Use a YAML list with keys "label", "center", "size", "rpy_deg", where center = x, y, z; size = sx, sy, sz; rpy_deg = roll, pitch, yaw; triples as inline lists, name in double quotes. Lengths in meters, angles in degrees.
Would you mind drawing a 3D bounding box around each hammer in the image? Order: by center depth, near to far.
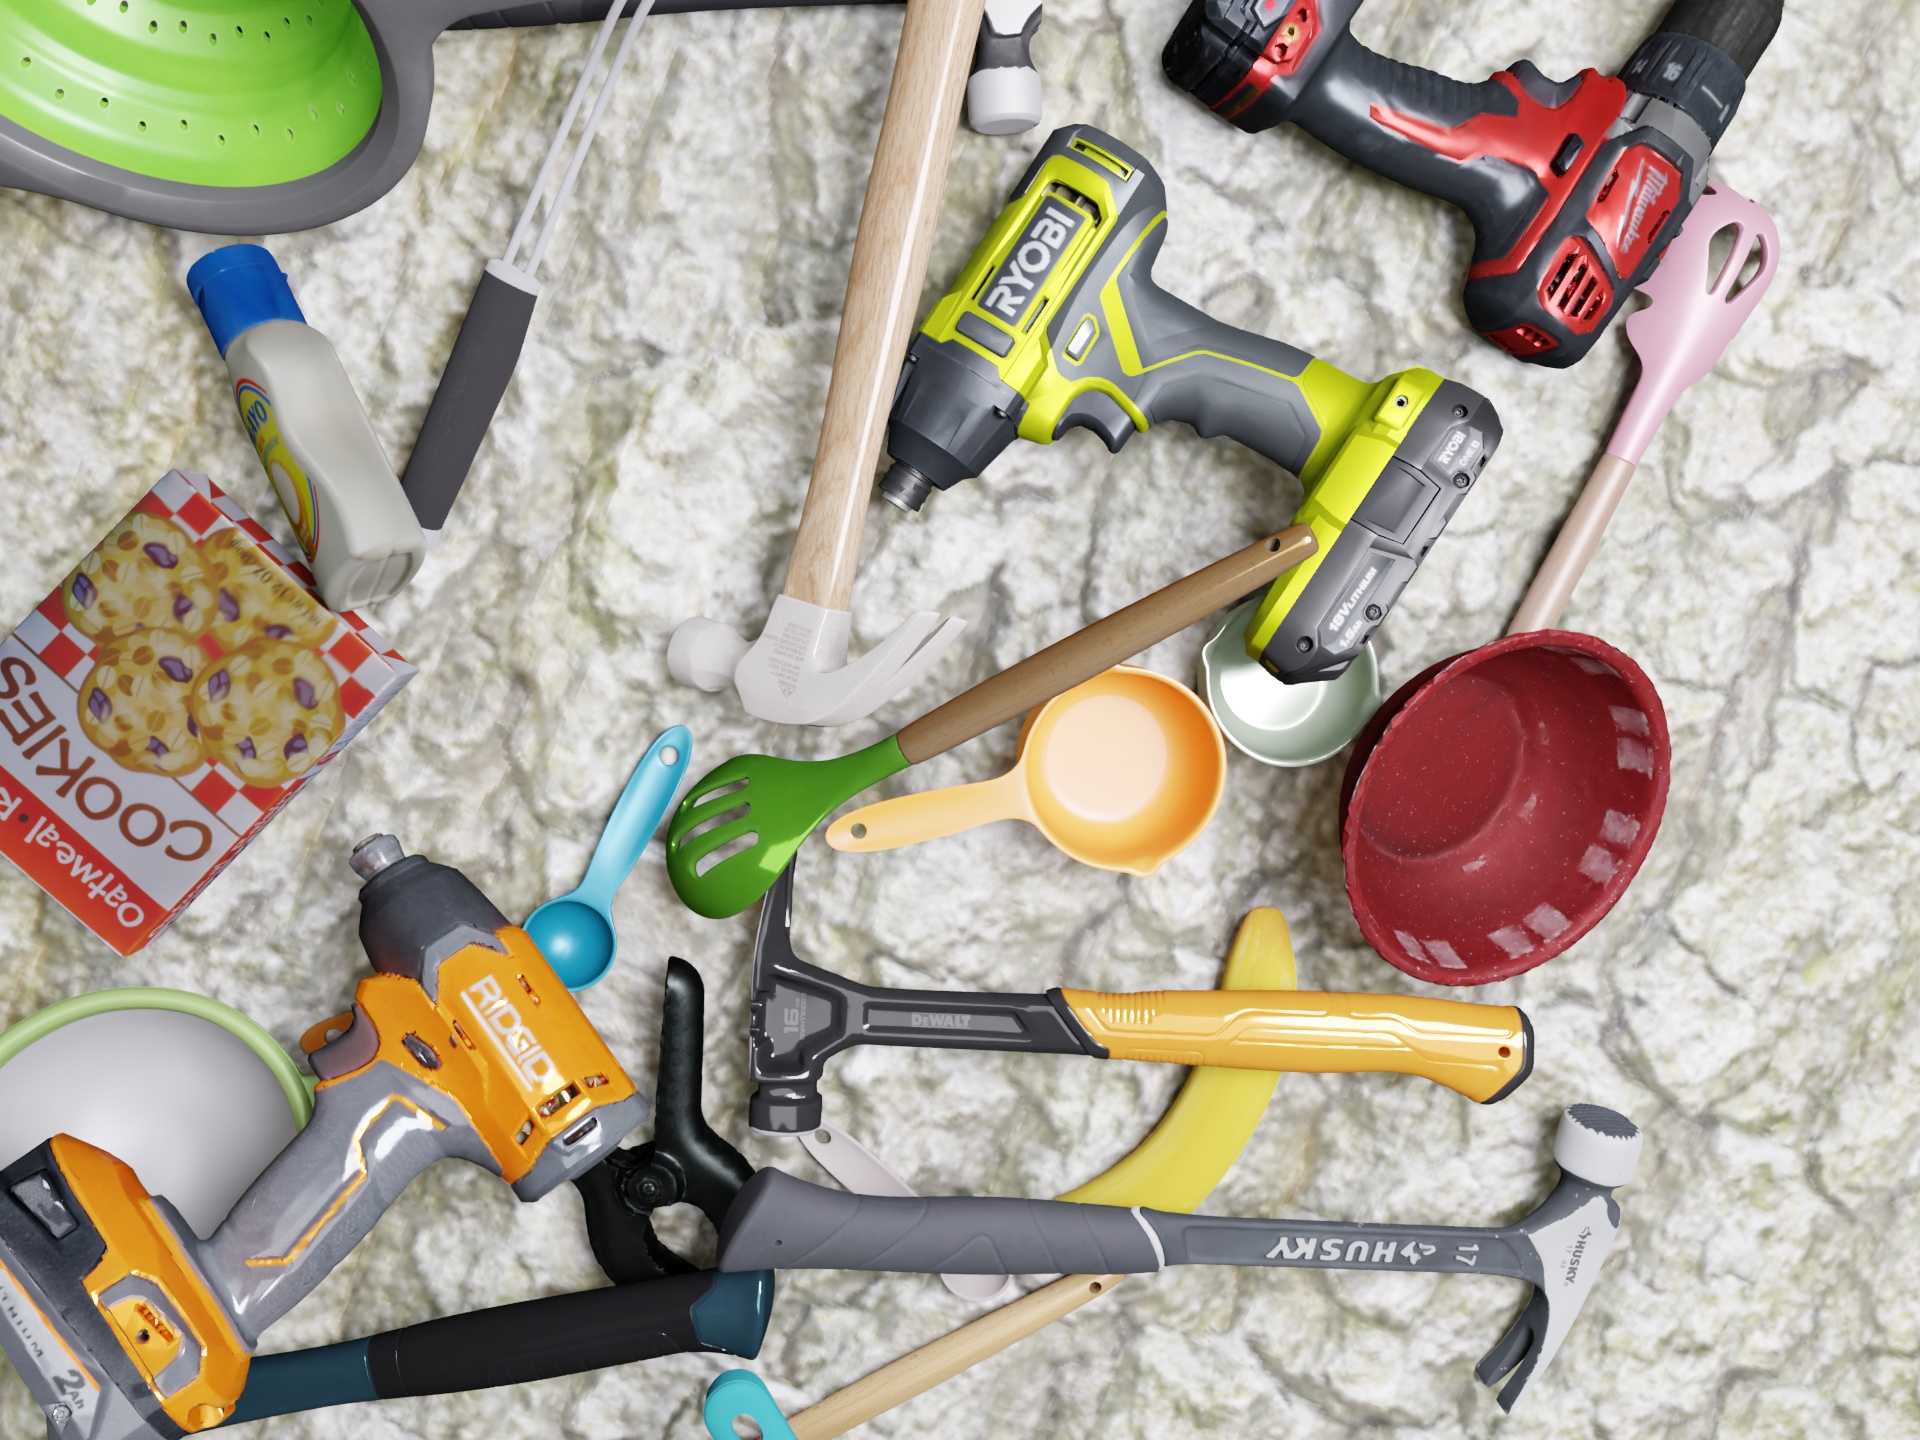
- label: "hammer"
  center: [-0.032, -0.158, 0.637]
  size: [0.130, 0.031, 0.331]
  rpy_deg: [18, 98, 35]
- label: "hammer"
  center: [-0.135, -0.311, 0.654]
  size: [0.334, 0.035, 0.146]
  rpy_deg: [-5, 97, -3]
- label: "hammer"
  center: [0.076, 0.124, 0.691]
  size: [0.337, 0.034, 0.127]
  rpy_deg: [3, 91, 3]
- label: "hammer"
  center: [-0.239, 0.280, 0.693]
  size: [0.331, 0.033, 0.128]
  rpy_deg: [-12, 96, 5]
- label: "hammer"
  center: [0.099, 0.231, 0.696]
  size: [0.408, 0.036, 0.149]
  rpy_deg: [6, 105, -13]

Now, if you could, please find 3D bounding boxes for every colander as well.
- label: "colander"
  center: [-0.208, -0.279, 0.544]
  size: [0.397, 0.204, 0.095]
  rpy_deg: [-4, 67, 12]

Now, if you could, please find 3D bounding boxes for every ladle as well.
- label: "ladle"
  center: [-0.065, 0.326, 0.735]
  size: [0.315, 0.031, 0.069]
  rpy_deg: [-27, 97, -3]

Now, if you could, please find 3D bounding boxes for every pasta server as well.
- label: "pasta server"
  center: [0.280, -0.092, 0.715]
  size: [0.060, 0.040, 0.316]
  rpy_deg: [24, 98, -7]

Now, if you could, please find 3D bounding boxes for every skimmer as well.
- label: "skimmer"
  center: [-0.162, -0.228, 0.604]
  size: [0.127, 0.090, 0.363]
  rpy_deg: [30, 105, 9]

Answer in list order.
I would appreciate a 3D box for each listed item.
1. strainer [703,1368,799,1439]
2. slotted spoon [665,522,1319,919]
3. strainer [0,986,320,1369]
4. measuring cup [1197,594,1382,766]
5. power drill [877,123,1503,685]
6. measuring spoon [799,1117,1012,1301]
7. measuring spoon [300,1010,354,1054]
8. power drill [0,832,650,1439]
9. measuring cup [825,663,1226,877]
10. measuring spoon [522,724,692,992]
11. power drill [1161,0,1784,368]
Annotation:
- label: "strainer"
  center: [-0.018, 0.419, 0.715]
  size: [0.211, 0.095, 0.340]
  rpy_deg: [-31, 96, -3]
- label: "slotted spoon"
  center: [-0.001, -0.002, 0.641]
  size: [0.314, 0.031, 0.070]
  rpy_deg: [-27, 58, 19]
- label: "strainer"
  center: [-0.392, 0.165, 0.665]
  size: [0.256, 0.069, 0.151]
  rpy_deg: [28, 72, -5]
- label: "measuring cup"
  center: [0.155, -0.062, 0.704]
  size: [0.083, 0.038, 0.167]
  rpy_deg: [17, 89, -5]
- label: "power drill"
  center: [0.087, -0.117, 0.654]
  size: [0.223, 0.080, 0.171]
  rpy_deg: [34, 92, 9]
- label: "measuring spoon"
  center: [-0.026, 0.220, 0.733]
  size: [0.124, 0.018, 0.034]
  rpy_deg: [40, 105, -1]
- label: "measuring spoon"
  center: [-0.236, 0.131, 0.709]
  size: [0.117, 0.011, 0.021]
  rpy_deg: [-13, 97, 1]
- label: "power drill"
  center: [-0.260, 0.158, 0.623]
  size: [0.226, 0.084, 0.164]
  rpy_deg: [-34, 85, -23]
- label: "measuring cup"
  center: [0.027, 0.028, 0.696]
  size: [0.173, 0.052, 0.095]
  rpy_deg: [-13, 97, 0]
- label: "measuring spoon"
  center: [-0.152, 0.060, 0.706]
  size: [0.042, 0.021, 0.128]
  rpy_deg: [28, 84, -7]
- label: "power drill"
  center: [0.221, -0.282, 0.664]
  size: [0.226, 0.080, 0.188]
  rpy_deg: [32, 93, -10]
